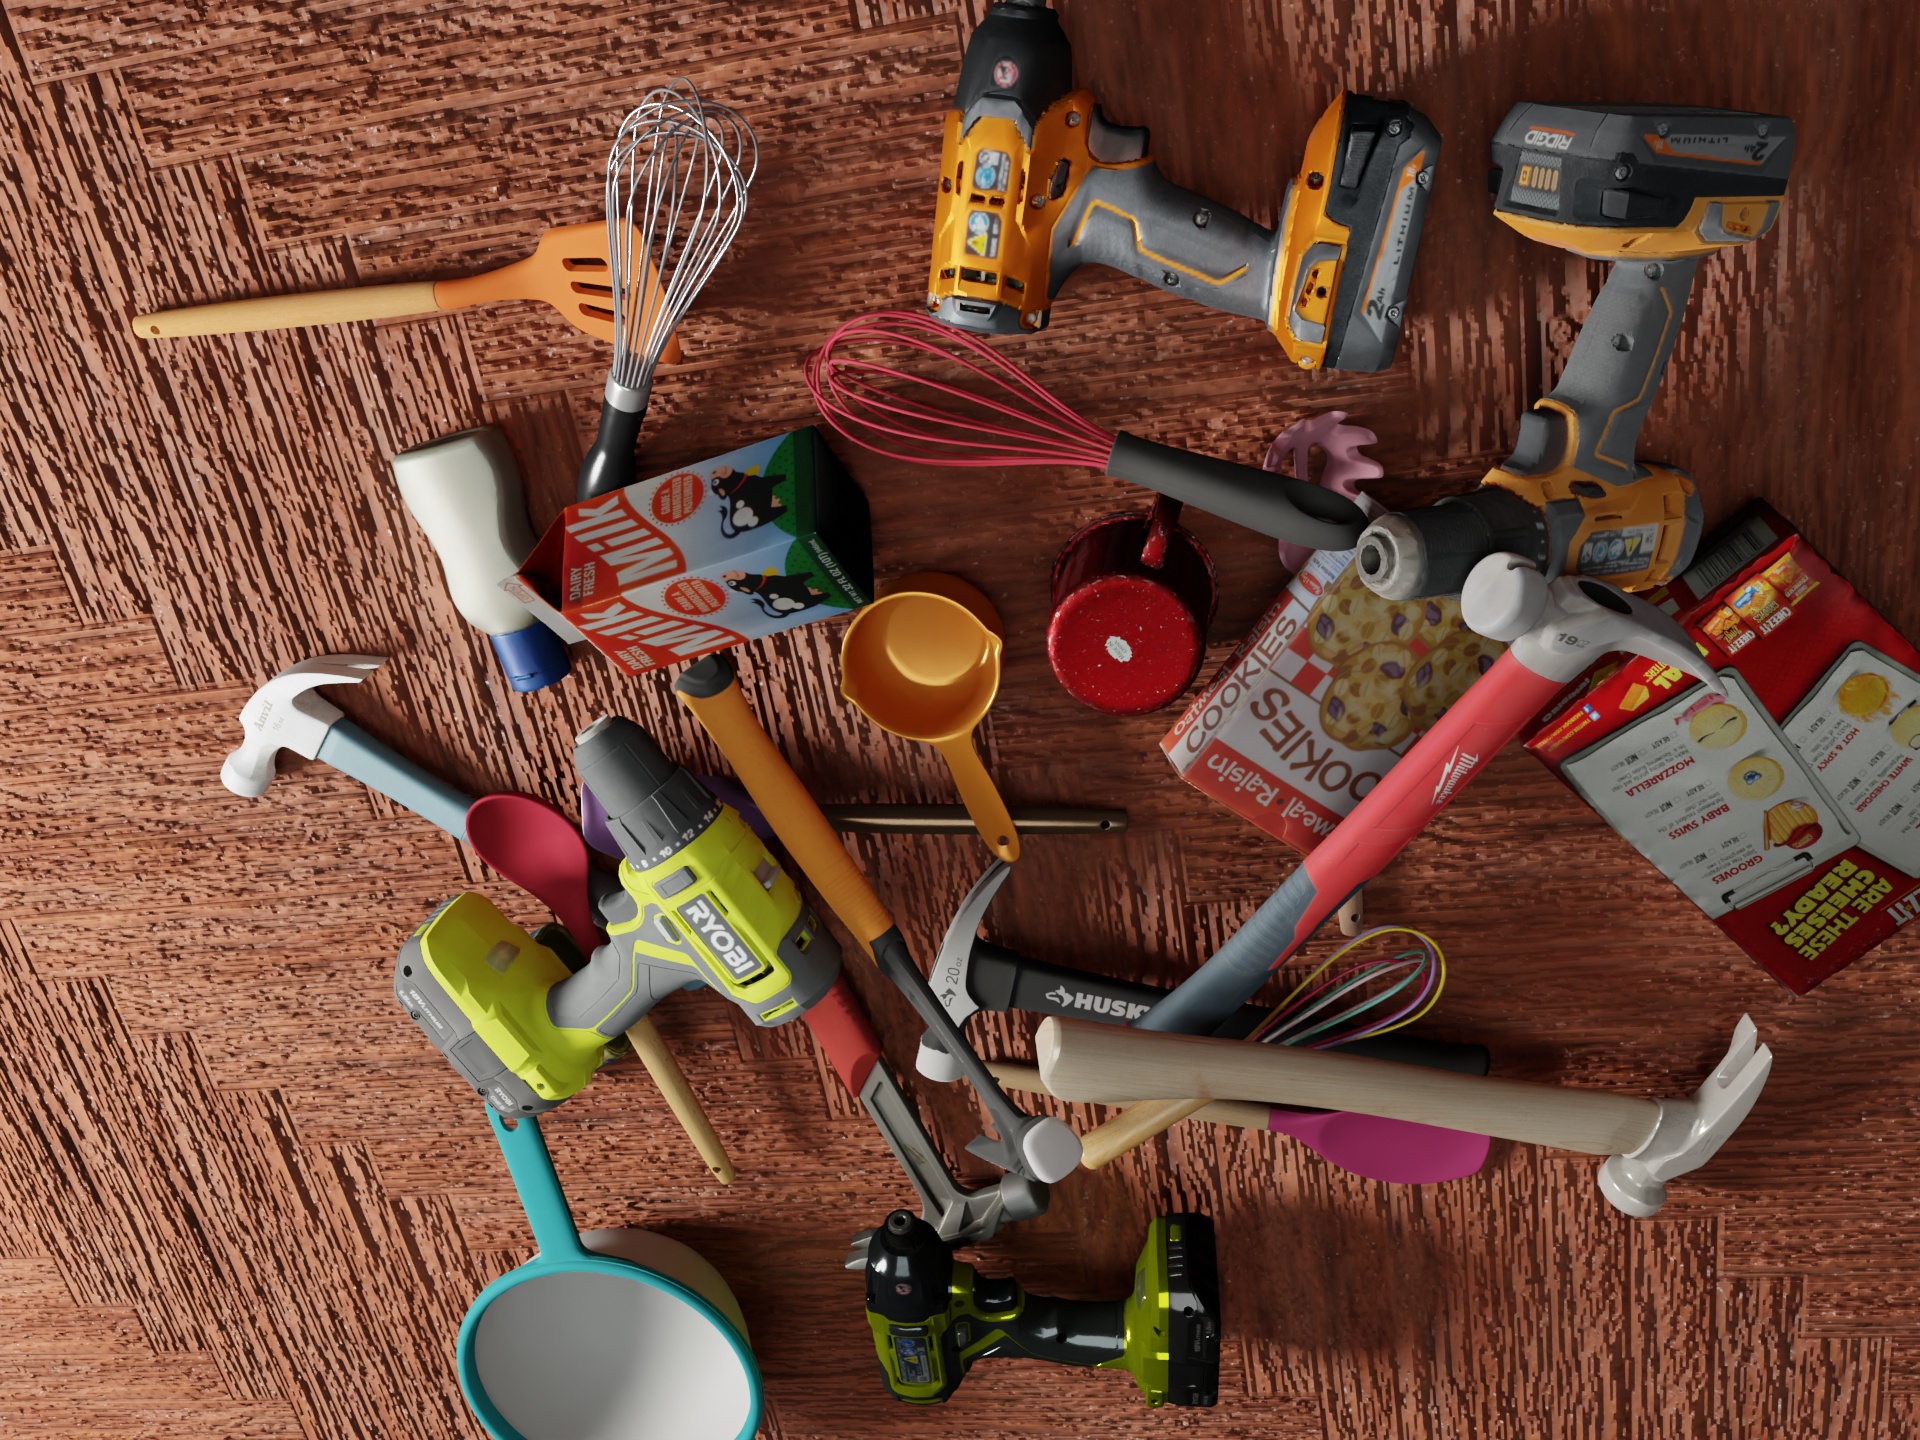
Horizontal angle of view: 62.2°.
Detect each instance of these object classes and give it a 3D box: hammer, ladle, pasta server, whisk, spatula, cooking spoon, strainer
[{"bbox_3d":[0.243,0.199,0.881,0.410,0.038,0.146,10,125,-13],"label":"hammer"},{"bbox_3d":[0.148,0.174,0.950,0.335,0.035,0.146,11,106,1],"label":"hammer"},{"bbox_3d":[-0.210,0.169,0.986,0.069,0.031,0.315,-15,114,20],"label":"ladle"},{"bbox_3d":[0.202,-0.015,0.859,0.060,0.040,0.316,-13,114,-5],"label":"pasta server"},{"bbox_3d":[-0.158,-0.188,0.786,0.070,0.070,0.284,26,140,-3],"label":"whisk"},{"bbox_3d":[-0.302,-0.220,0.847,0.322,0.041,0.080,-2,132,12],"label":"spatula"},{"bbox_3d":[0.058,-0.139,0.789,0.296,0.073,0.073,20,117,11],"label":"whisk"},{"bbox_3d":[-0.061,0.059,0.922,0.316,0.018,0.059,0,108,-1],"label":"spatula"},{"bbox_3d":[-0.290,0.072,0.985,0.331,0.033,0.128,32,117,-6],"label":"hammer"},{"bbox_3d":[0.167,0.244,0.995,0.319,0.017,0.068,8,123,6],"label":"cooking spoon"},{"bbox_3d":[-0.054,0.109,0.886,0.034,0.127,0.337,-35,92,-18],"label":"hammer"},{"bbox_3d":[-0.245,0.369,1.082,0.211,0.095,0.340,-9,111,11],"label":"strainer"},{"bbox_3d":[0.209,0.078,0.822,0.143,0.038,0.386,17,129,-24],"label":"hammer"},{"bbox_3d":[-0.084,0.196,1.006,0.149,0.037,0.358,-21,110,18],"label":"hammer"},{"bbox_3d":[0.170,0.196,0.915,0.245,0.051,0.047,-35,106,16],"label":"whisk"}]

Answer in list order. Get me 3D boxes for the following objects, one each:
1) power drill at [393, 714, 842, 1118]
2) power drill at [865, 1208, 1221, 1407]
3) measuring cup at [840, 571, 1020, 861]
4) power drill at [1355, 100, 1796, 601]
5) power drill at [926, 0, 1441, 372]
[{"bbox_3d":[-0.204,0.114,0.894,0.228,0.080,0.190,-30,106,23],"label":"power drill"},{"bbox_3d":[0.052,0.374,1.021,0.223,0.080,0.171,-1,127,5],"label":"power drill"},{"bbox_3d":[-0.001,-0.003,0.892,0.095,0.052,0.173,-18,112,17],"label":"measuring cup"},{"bbox_3d":[0.271,-0.158,0.721,0.185,0.084,0.226,-9,118,-24],"label":"power drill"},{"bbox_3d":[0.101,-0.254,0.743,0.226,0.084,0.164,11,115,9],"label":"power drill"}]
